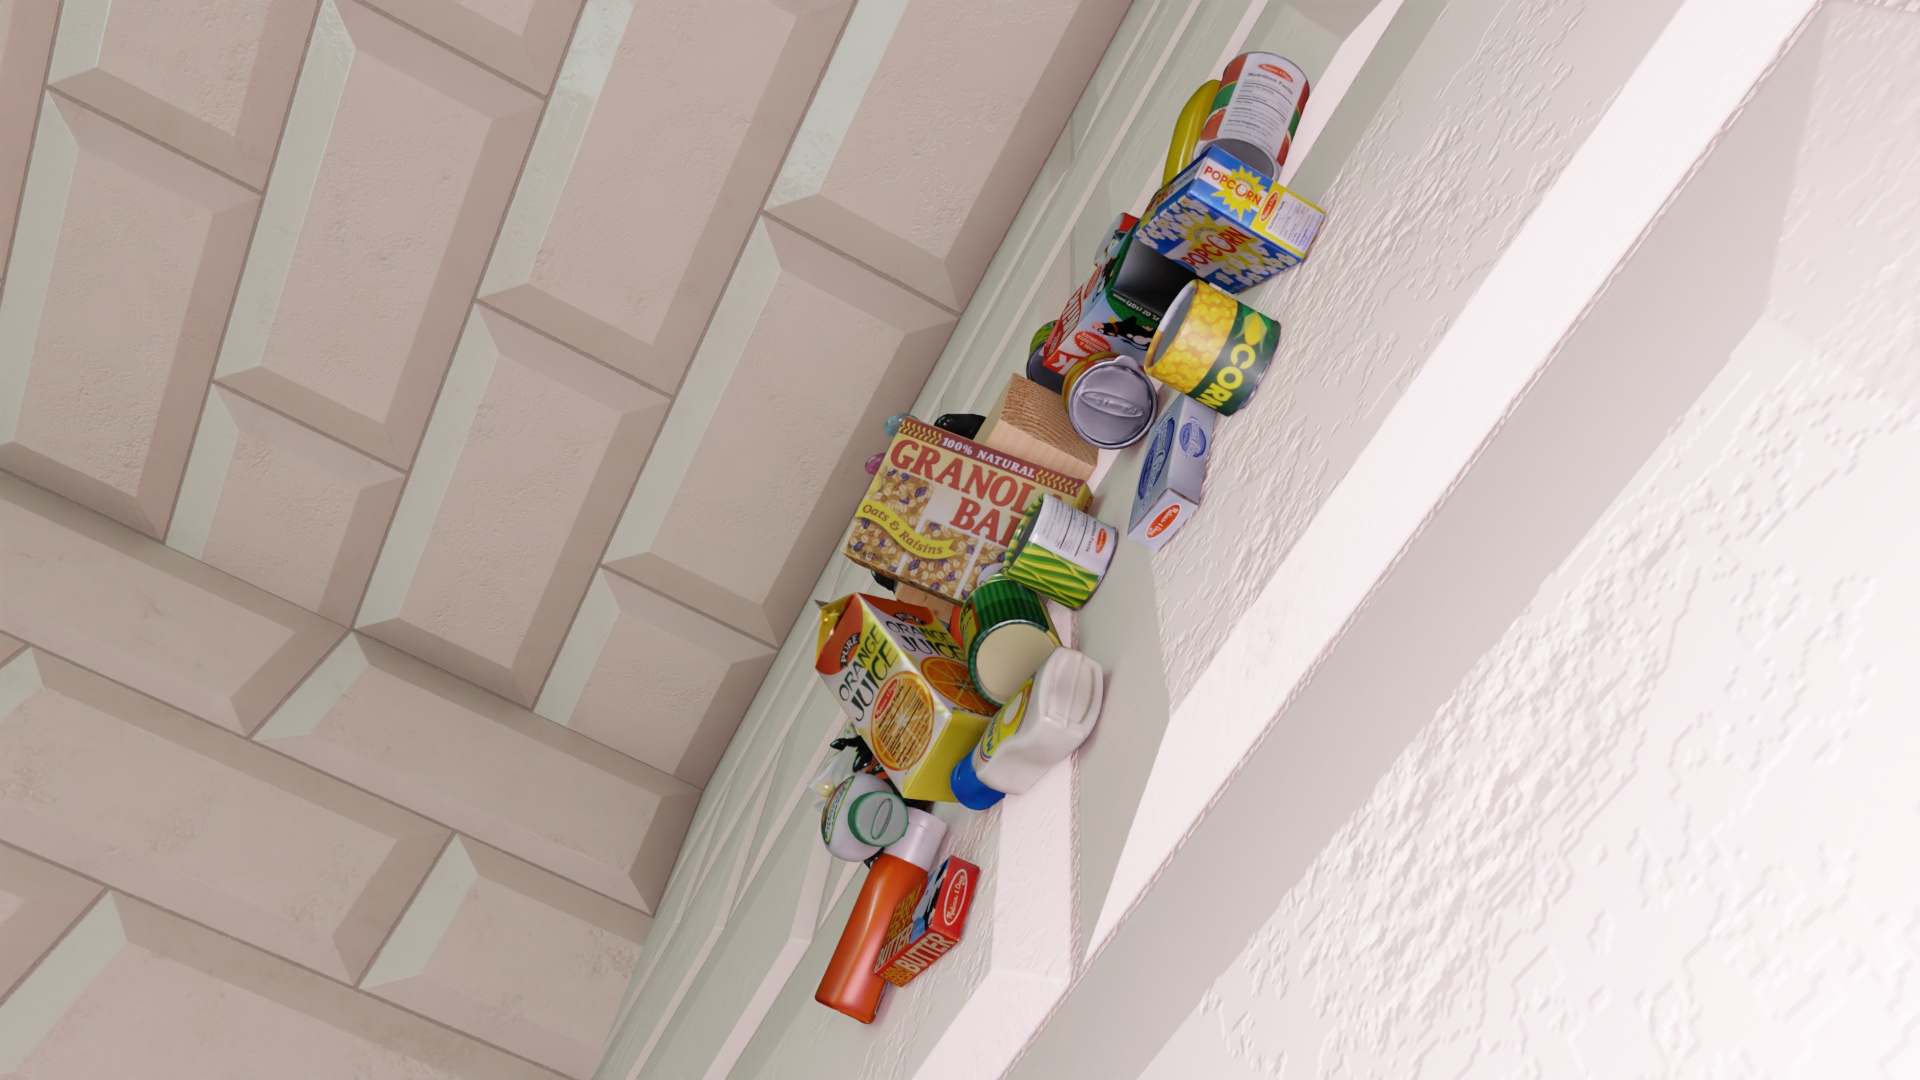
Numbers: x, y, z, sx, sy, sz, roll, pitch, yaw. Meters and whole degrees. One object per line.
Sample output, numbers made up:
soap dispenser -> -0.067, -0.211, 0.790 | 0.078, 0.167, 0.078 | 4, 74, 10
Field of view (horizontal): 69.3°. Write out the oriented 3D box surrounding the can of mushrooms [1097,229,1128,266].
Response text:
can of mushrooms -> 0.151, -0.232, 1.177 | 0.033, 0.071, 0.071 | -60, 9, 25

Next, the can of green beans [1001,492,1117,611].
can of green beans -> 0.069, 0.008, 0.976 | 0.071, 0.058, 0.071 | -61, 9, 16

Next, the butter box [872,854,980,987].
butter box -> -0.022, 0.250, 0.909 | 0.103, 0.024, 0.053 | -53, 12, 48

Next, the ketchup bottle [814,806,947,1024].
ketchup bottle -> -0.055, 0.265, 0.991 | 0.149, 0.043, 0.064 | -66, 8, -20

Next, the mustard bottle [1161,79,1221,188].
mustard bottle -> 0.193, -0.292, 1.126 | 0.160, 0.065, 0.048 | -69, 14, -13

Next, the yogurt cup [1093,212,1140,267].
yogurt cup -> 0.159, -0.266, 1.280 | 0.072, 0.054, 0.072 | -60, 9, 16

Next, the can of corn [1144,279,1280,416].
can of corn -> 0.153, -0.117, 0.848 | 0.071, 0.058, 0.071 | -61, 8, 16

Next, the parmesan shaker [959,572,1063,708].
parmesan shaker -> 0.034, 0.068, 0.961 | 0.071, 0.071, 0.103 | -62, 8, 9

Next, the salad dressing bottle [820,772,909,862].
salad dressing bottle -> -0.067, 0.196, 0.980 | 0.147, 0.044, 0.064 | 140, 153, -73

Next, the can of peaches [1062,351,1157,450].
can of peaches -> 0.112, -0.108, 1.041 | 0.071, 0.071, 0.058 | -62, 8, 13

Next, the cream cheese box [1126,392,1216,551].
cream cheese box -> 0.133, -0.047, 0.870 | 0.053, 0.024, 0.104 | -54, 13, 47

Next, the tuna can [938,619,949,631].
tuna can -> -0.027, 0.100, 1.261 | 0.070, 0.071, 0.033 | -50, 15, 58

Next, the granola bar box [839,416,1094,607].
granola bar box -> 0.004, -0.014, 1.088 | 0.124, 0.166, 0.039 | -64, -23, -9

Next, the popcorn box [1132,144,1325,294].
popcorn box -> 0.173, -0.207, 0.909 | 0.038, 0.085, 0.126 | -63, 8, -4

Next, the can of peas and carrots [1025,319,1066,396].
can of peas and carrots -> 0.098, -0.174, 1.324 | 0.070, 0.071, 0.059 | -59, 9, 26

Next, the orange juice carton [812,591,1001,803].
orange juice carton -> -0.042, 0.101, 1.010 | 0.193, 0.072, 0.072 | 47, 114, 45

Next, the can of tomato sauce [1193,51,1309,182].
can of tomato sauce -> 0.214, -0.305, 1.026 | 0.083, 0.071, 0.071 | -68, 9, -23

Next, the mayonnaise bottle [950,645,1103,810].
mayonnaise bottle -> 0.038, 0.125, 0.866 | 0.147, 0.041, 0.065 | -53, 15, 49

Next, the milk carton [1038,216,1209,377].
milk carton -> 0.127, -0.176, 1.133 | 0.074, 0.072, 0.190 | -67, 9, -22

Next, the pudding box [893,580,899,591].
pudding box -> -0.020, 0.046, 1.311 | 0.030, 0.084, 0.050 | -58, 9, 18
